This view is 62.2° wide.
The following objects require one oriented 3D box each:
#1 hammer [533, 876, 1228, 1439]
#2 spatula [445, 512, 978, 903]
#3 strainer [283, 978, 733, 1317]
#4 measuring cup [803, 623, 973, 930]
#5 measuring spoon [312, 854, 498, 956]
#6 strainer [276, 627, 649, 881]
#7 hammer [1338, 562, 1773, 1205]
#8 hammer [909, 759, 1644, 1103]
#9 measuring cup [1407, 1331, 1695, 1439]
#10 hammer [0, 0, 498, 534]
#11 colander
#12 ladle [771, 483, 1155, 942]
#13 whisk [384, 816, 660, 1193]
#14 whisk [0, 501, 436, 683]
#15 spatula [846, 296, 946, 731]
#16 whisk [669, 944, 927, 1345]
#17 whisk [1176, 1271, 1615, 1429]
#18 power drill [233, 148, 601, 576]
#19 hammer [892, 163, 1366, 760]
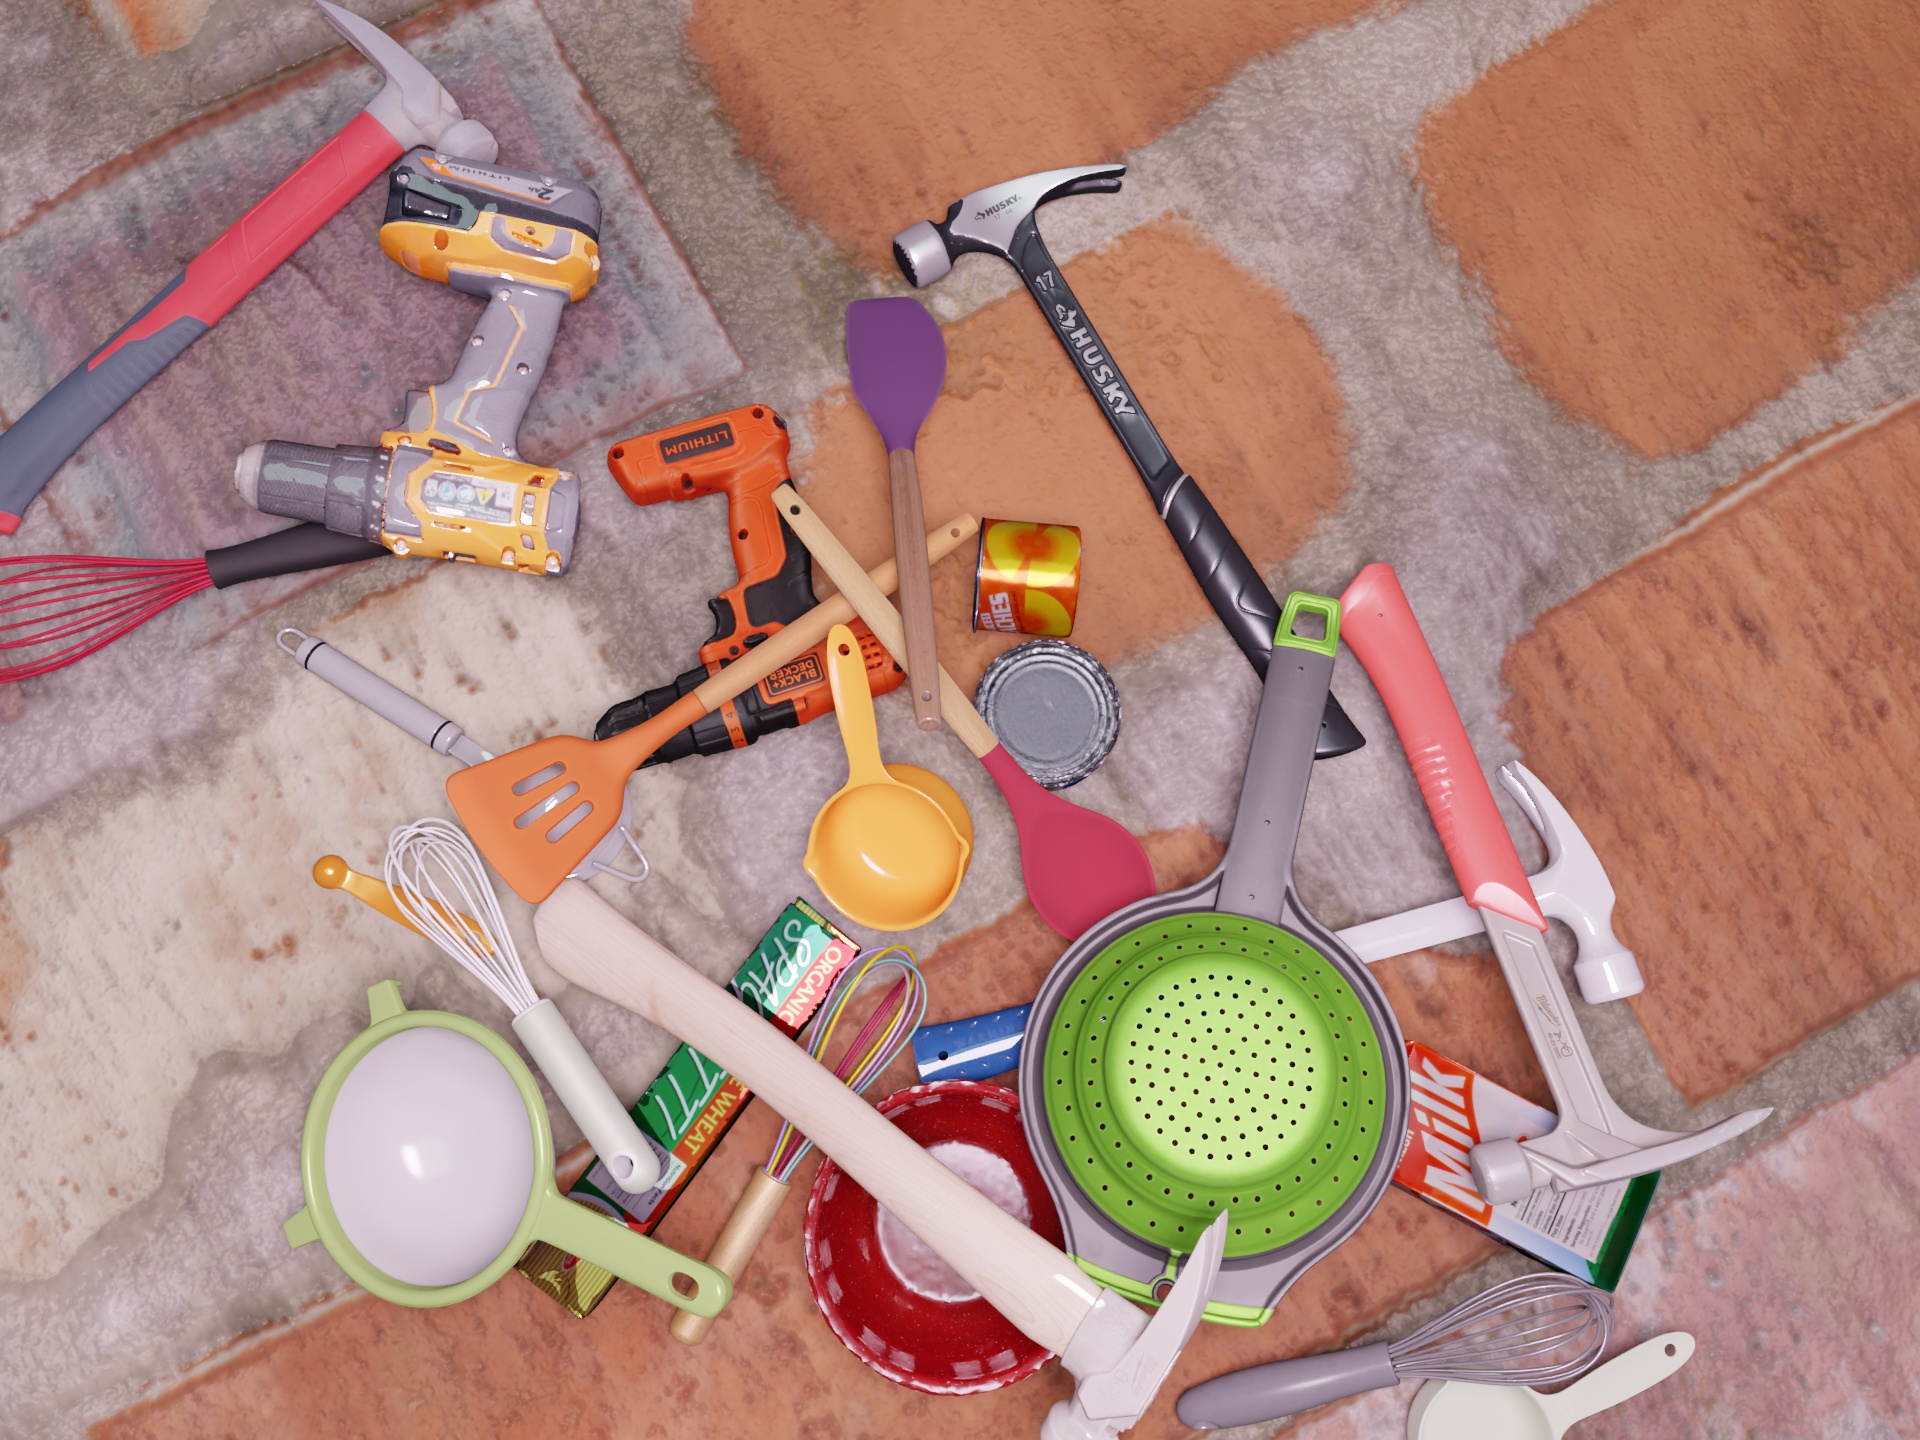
[{"bbox_3d":[-0.061,0.195,0.812,0.411,0.038,0.146,33,107,22],"label":"hammer"},{"bbox_3d":[-0.121,-0.023,0.865,0.322,0.041,0.081,-35,95,-11],"label":"spatula"},{"bbox_3d":[-0.223,0.246,0.838,0.256,0.069,0.151,19,89,17],"label":"strainer"},{"bbox_3d":[-0.044,0.027,0.882,0.095,0.052,0.173,-8,101,15],"label":"measuring cup"},{"bbox_3d":[-0.317,0.107,0.907,0.117,0.011,0.021,25,81,3],"label":"measuring spoon"},{"bbox_3d":[-0.288,0.015,0.911,0.258,0.050,0.087,31,66,7],"label":"strainer"},{"bbox_3d":[0.295,0.070,0.871,0.149,0.036,0.359,-15,66,-1],"label":"hammer"},{"bbox_3d":[0.170,0.136,0.901,0.405,0.035,0.144,-15,76,-3],"label":"hammer"},{"bbox_3d":[0.322,0.372,0.869,0.167,0.038,0.083,-23,82,-7],"label":"measuring cup"},{"bbox_3d":[-0.466,-0.264,0.953,0.143,0.038,0.386,43,82,7],"label":"hammer"},{"bbox_3d":[0.149,0.103,0.823,0.204,0.094,0.397,12,74,10],"label":"colander"},{"bbox_3d":[-0.001,-0.003,0.878,0.069,0.031,0.315,-40,98,-6],"label":"ladle"},{"bbox_3d":[-0.239,0.154,0.870,0.058,0.059,0.246,-40,78,12],"label":"whisk"},{"bbox_3d":[-0.450,-0.082,0.915,0.296,0.073,0.073,-16,81,-11],"label":"whisk"},{"bbox_3d":[-0.029,-0.130,0.897,0.060,0.018,0.316,-4,57,-3],"label":"spatula"},{"bbox_3d":[-0.088,0.234,0.880,0.051,0.047,0.245,29,85,10],"label":"whisk"},{"bbox_3d":[0.229,0.342,0.846,0.239,0.055,0.055,-20,81,13],"label":"whisk"},{"bbox_3d":[-0.303,-0.203,0.912,0.185,0.084,0.226,8,82,-15],"label":"power drill"},{"bbox_3d":[0.122,-0.154,0.954,0.149,0.036,0.409,-30,83,-7],"label":"hammer"}]
